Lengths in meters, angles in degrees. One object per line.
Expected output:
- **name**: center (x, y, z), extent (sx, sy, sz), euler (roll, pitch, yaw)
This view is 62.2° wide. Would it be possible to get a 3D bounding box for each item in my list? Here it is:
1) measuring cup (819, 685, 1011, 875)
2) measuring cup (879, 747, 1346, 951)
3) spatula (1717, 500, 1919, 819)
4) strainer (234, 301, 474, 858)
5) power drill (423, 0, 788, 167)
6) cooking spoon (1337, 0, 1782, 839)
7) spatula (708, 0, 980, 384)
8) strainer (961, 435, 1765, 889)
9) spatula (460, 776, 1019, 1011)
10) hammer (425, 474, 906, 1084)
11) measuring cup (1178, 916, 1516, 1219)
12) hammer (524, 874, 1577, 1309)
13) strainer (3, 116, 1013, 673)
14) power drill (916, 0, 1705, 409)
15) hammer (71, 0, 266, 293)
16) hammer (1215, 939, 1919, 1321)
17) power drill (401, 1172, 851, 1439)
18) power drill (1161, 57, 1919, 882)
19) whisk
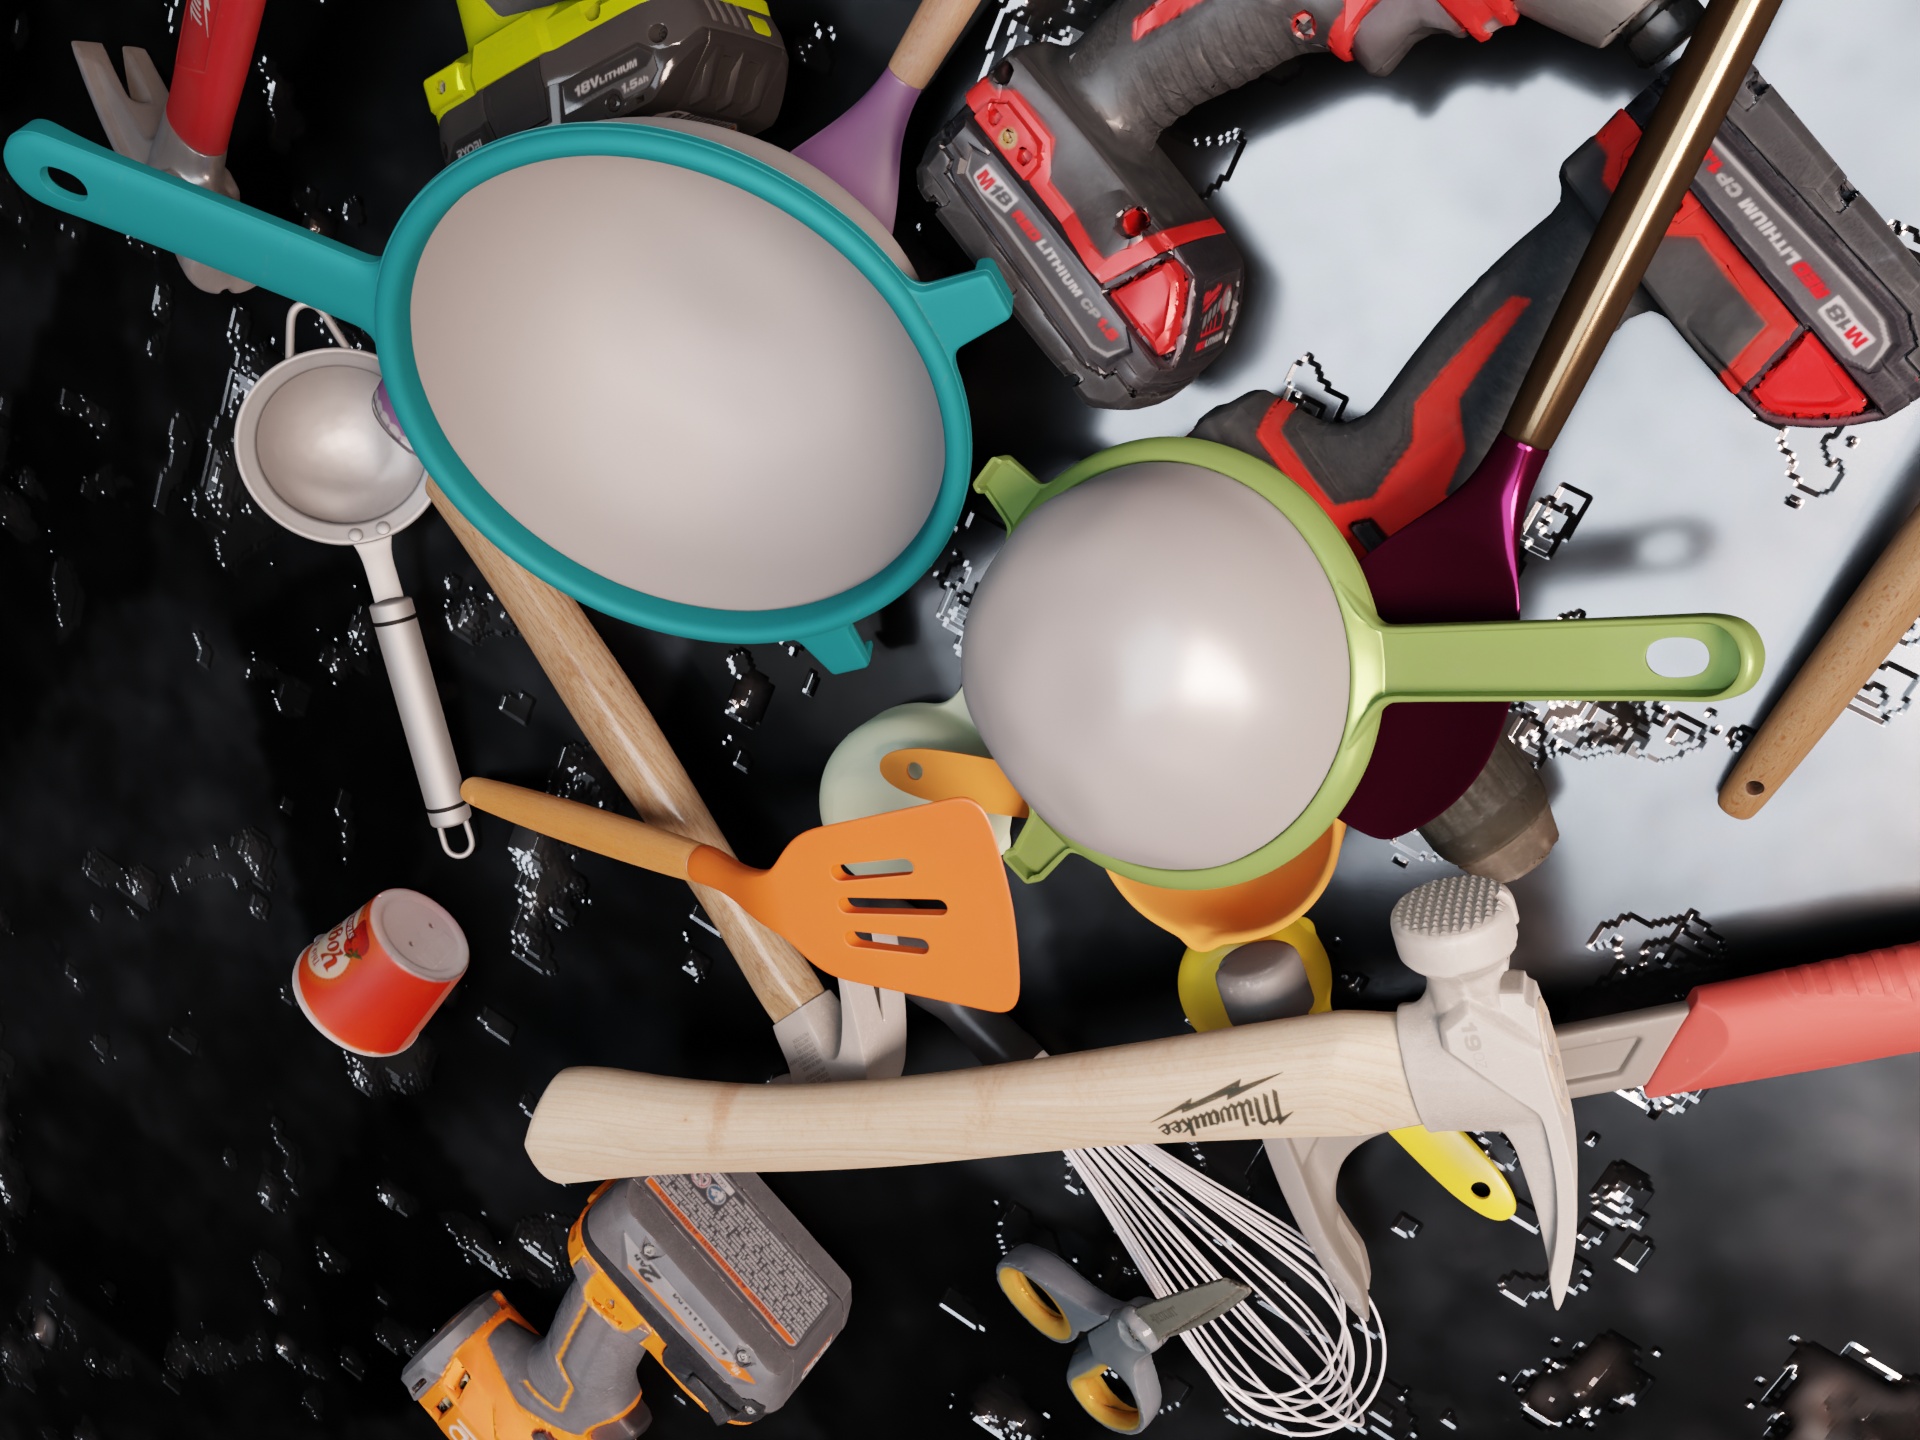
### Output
- **measuring cup**: center (-0.001, -0.002, 0.620), extent (0.083, 0.038, 0.167), euler (34, 116, 12)
- **measuring cup**: center (0.058, 0.025, 0.593), extent (0.174, 0.052, 0.095), euler (9, 105, 21)
- **spatula**: center (0.311, -0.097, 0.454), extent (0.082, 0.044, 0.317), euler (29, 124, 11)
- **strainer**: center (-0.260, -0.057, 0.717), extent (0.087, 0.050, 0.258), euler (-16, 106, -18)
- **power drill**: center (-0.150, -0.317, 0.582), extent (0.171, 0.080, 0.223), euler (-13, 95, 31)
- **cooking spoon**: center (0.172, -0.103, 0.449), extent (0.069, 0.017, 0.318), euler (35, 120, 28)
- **spatula**: center (-0.004, -0.246, 0.556), extent (0.060, 0.018, 0.315), euler (41, 123, 4)
- **strainer**: center (0.093, -0.014, 0.474), extent (0.256, 0.069, 0.151), euler (0, 98, 38)
- **spatula**: center (-0.109, 0.049, 0.629), extent (0.323, 0.041, 0.081), euler (10, 118, 45)
- **hammer**: center (-0.129, 0.024, 0.673), extent (0.331, 0.031, 0.130), euler (56, 137, 6)
- **measuring cup**: center (0.146, 0.134, 0.597), extent (0.156, 0.029, 0.062), euler (44, 115, 9)
- **hammer**: center (0.010, 0.153, 0.591), extent (0.410, 0.038, 0.146), euler (-11, 109, 26)
- **strainer**: center (-0.152, -0.156, 0.572), extent (0.340, 0.095, 0.210), euler (21, 138, -5)
- **power drill**: center (0.104, -0.201, 0.485), extent (0.219, 0.078, 0.143), euler (-39, 90, 34)
- **hammer**: center (-0.255, -0.347, 0.577), extent (0.143, 0.038, 0.386), euler (57, 133, 17)
- **hammer**: center (0.274, 0.106, 0.520), extent (0.359, 0.037, 0.149), euler (-17, 106, 22)
- **power drill**: center (-0.151, 0.309, 0.743), extent (0.164, 0.084, 0.226), euler (47, 120, 5)
- **power drill**: center (0.189, -0.069, 0.504), extent (0.226, 0.080, 0.188), euler (-39, 86, 29)
- **whisk**: center (0.054, 0.168, 0.635), extent (0.285, 0.070, 0.070), euler (44, 116, 13)
